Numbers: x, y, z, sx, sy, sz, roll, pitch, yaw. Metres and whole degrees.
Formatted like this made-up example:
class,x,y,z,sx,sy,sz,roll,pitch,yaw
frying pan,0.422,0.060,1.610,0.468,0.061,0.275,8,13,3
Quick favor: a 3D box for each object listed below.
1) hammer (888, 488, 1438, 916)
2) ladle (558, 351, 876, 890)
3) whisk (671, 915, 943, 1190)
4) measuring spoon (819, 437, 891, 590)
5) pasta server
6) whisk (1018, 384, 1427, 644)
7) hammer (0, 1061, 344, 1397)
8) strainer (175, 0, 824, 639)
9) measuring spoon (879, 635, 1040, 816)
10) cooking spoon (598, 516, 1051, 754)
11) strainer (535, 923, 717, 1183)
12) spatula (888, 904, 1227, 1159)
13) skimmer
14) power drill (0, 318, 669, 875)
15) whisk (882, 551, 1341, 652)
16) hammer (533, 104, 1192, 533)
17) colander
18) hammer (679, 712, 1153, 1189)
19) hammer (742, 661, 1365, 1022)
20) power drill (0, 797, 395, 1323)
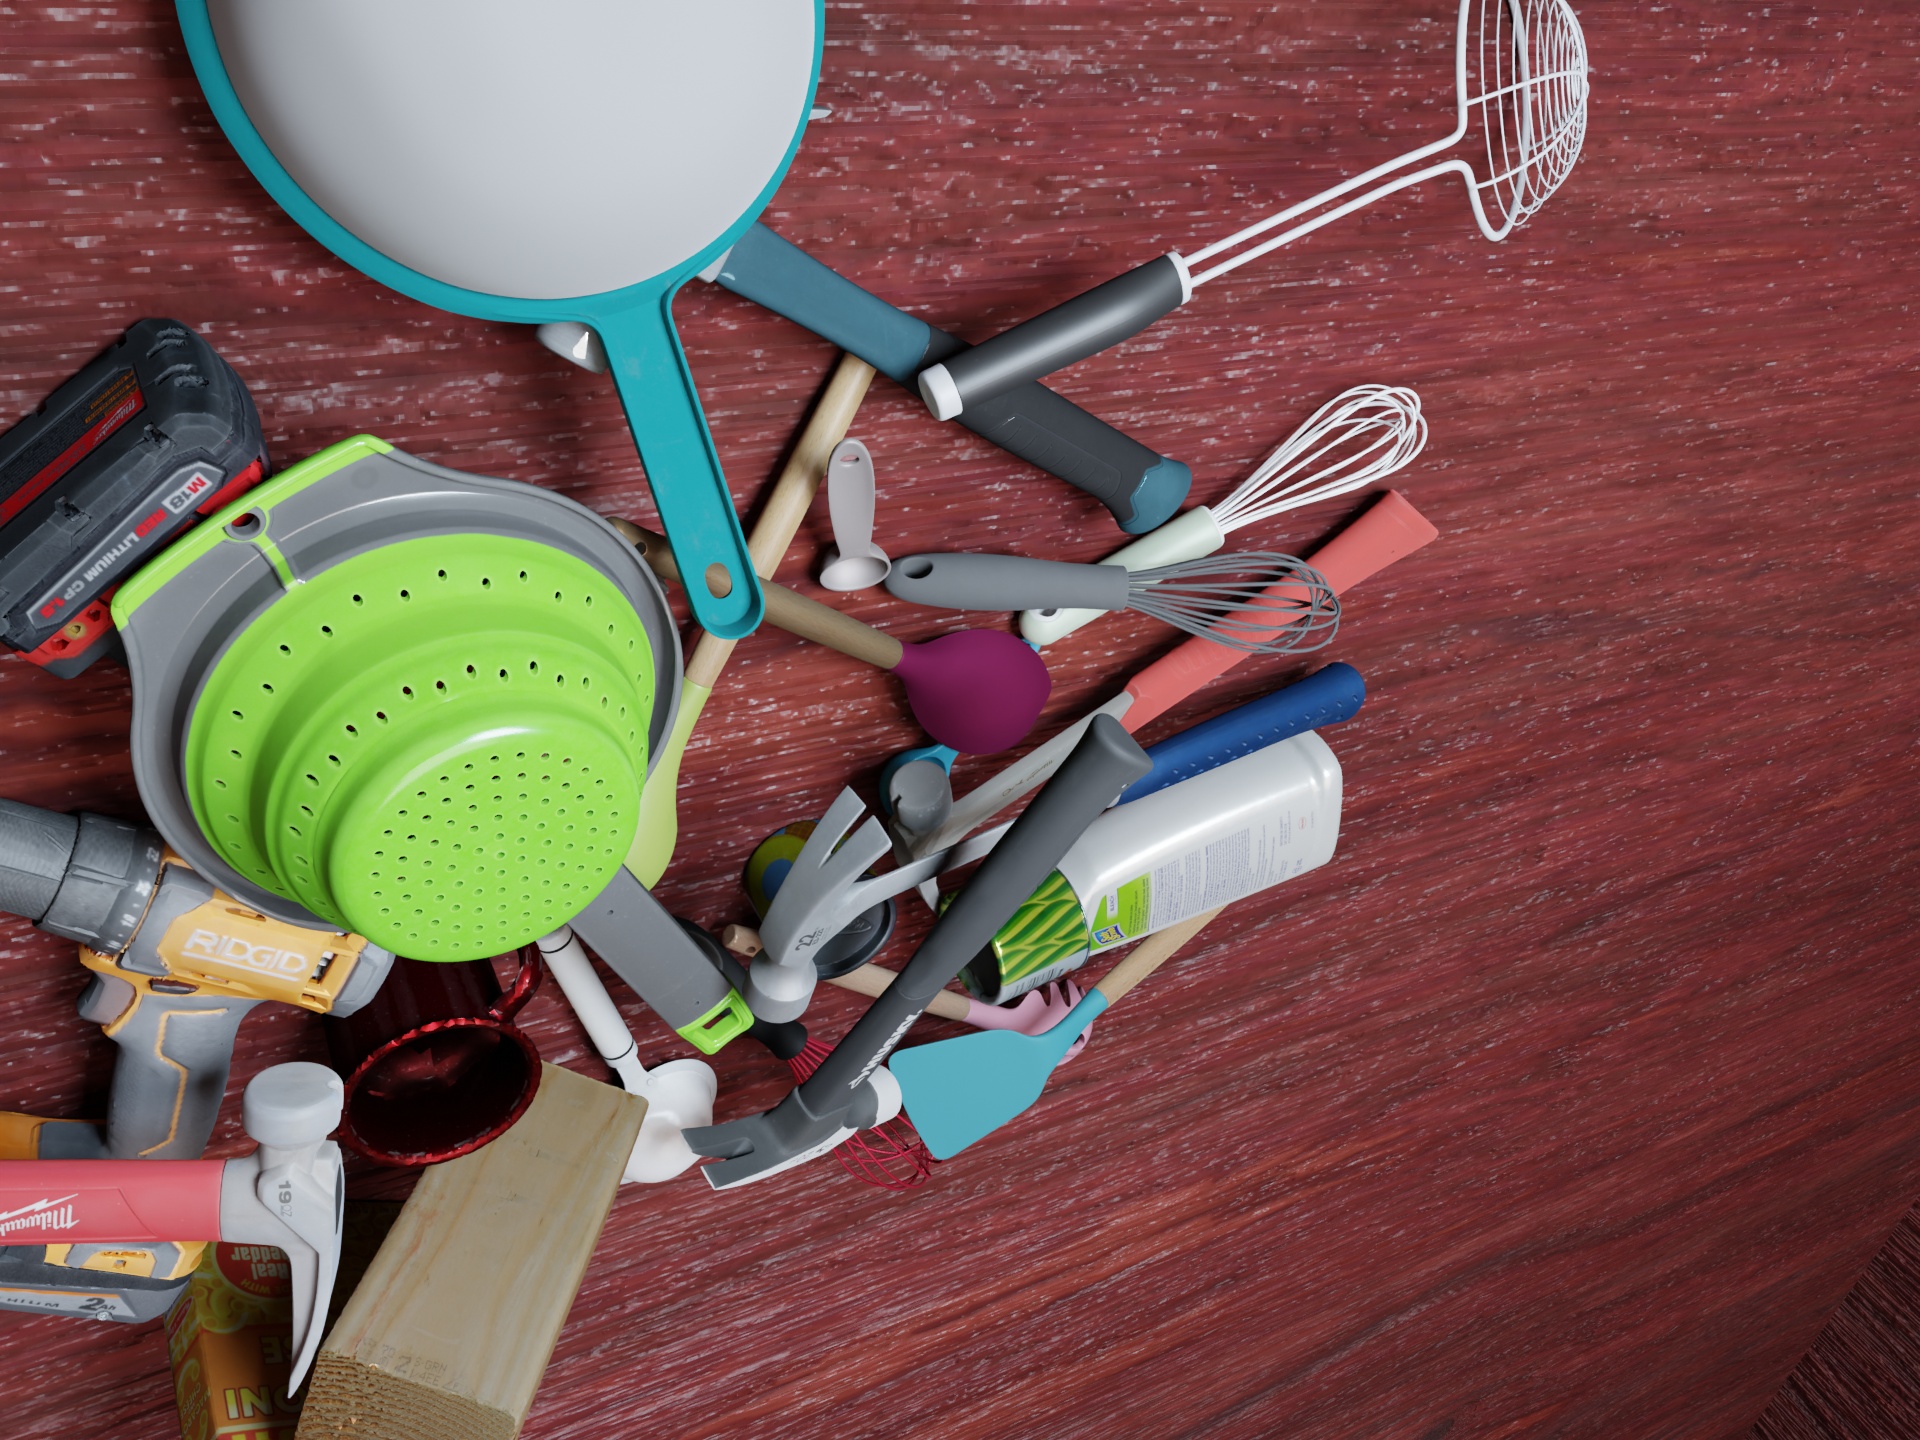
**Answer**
class,x,y,z,sx,sy,sz,roll,pitch,yaw
hammer,0.117,-0.018,0.888,0.359,0.037,0.149,-33,154,-12
ladle,-0.114,-0.047,0.730,0.078,0.062,0.320,18,106,-43
whisk,-0.088,0.196,0.924,0.073,0.073,0.295,-39,130,-1
measuring spoon,-0.049,-0.095,0.712,0.034,0.018,0.124,-10,156,-7
pasta server,-0.021,0.163,0.956,0.316,0.040,0.060,26,107,-42
whisk,0.139,-0.106,0.839,0.246,0.058,0.059,-30,148,-4
hammer,-0.443,0.198,0.610,0.386,0.038,0.143,4,109,-14
strainer,-0.114,-0.171,0.521,0.211,0.095,0.340,-23,117,-16
measuring spoon,-0.001,-0.003,0.853,0.128,0.021,0.042,-51,143,-1
cooking spoon,-0.048,-0.037,0.748,0.318,0.017,0.069,22,102,-52
strainer,-0.183,0.186,0.864,0.087,0.050,0.258,-38,135,-24
spatula,0.097,0.154,0.996,0.317,0.044,0.082,-35,114,-27
skimmer,0.135,-0.228,0.711,0.363,0.090,0.127,-28,124,-9
power drill,-0.237,-0.048,0.616,0.188,0.080,0.226,-40,139,0
whisk,0.079,-0.063,0.795,0.239,0.055,0.055,2,125,-11
hammer,-0.013,-0.152,0.686,0.330,0.033,0.128,20,103,-42
colander,-0.160,0.067,0.647,0.204,0.095,0.396,-36,140,-7
hammer,-0.015,0.118,0.765,0.146,0.035,0.334,-10,145,-49
hammer,0.073,0.036,0.833,0.405,0.035,0.144,-20,150,-34
power drill,-0.371,0.139,0.674,0.185,0.084,0.226,25,104,-36
